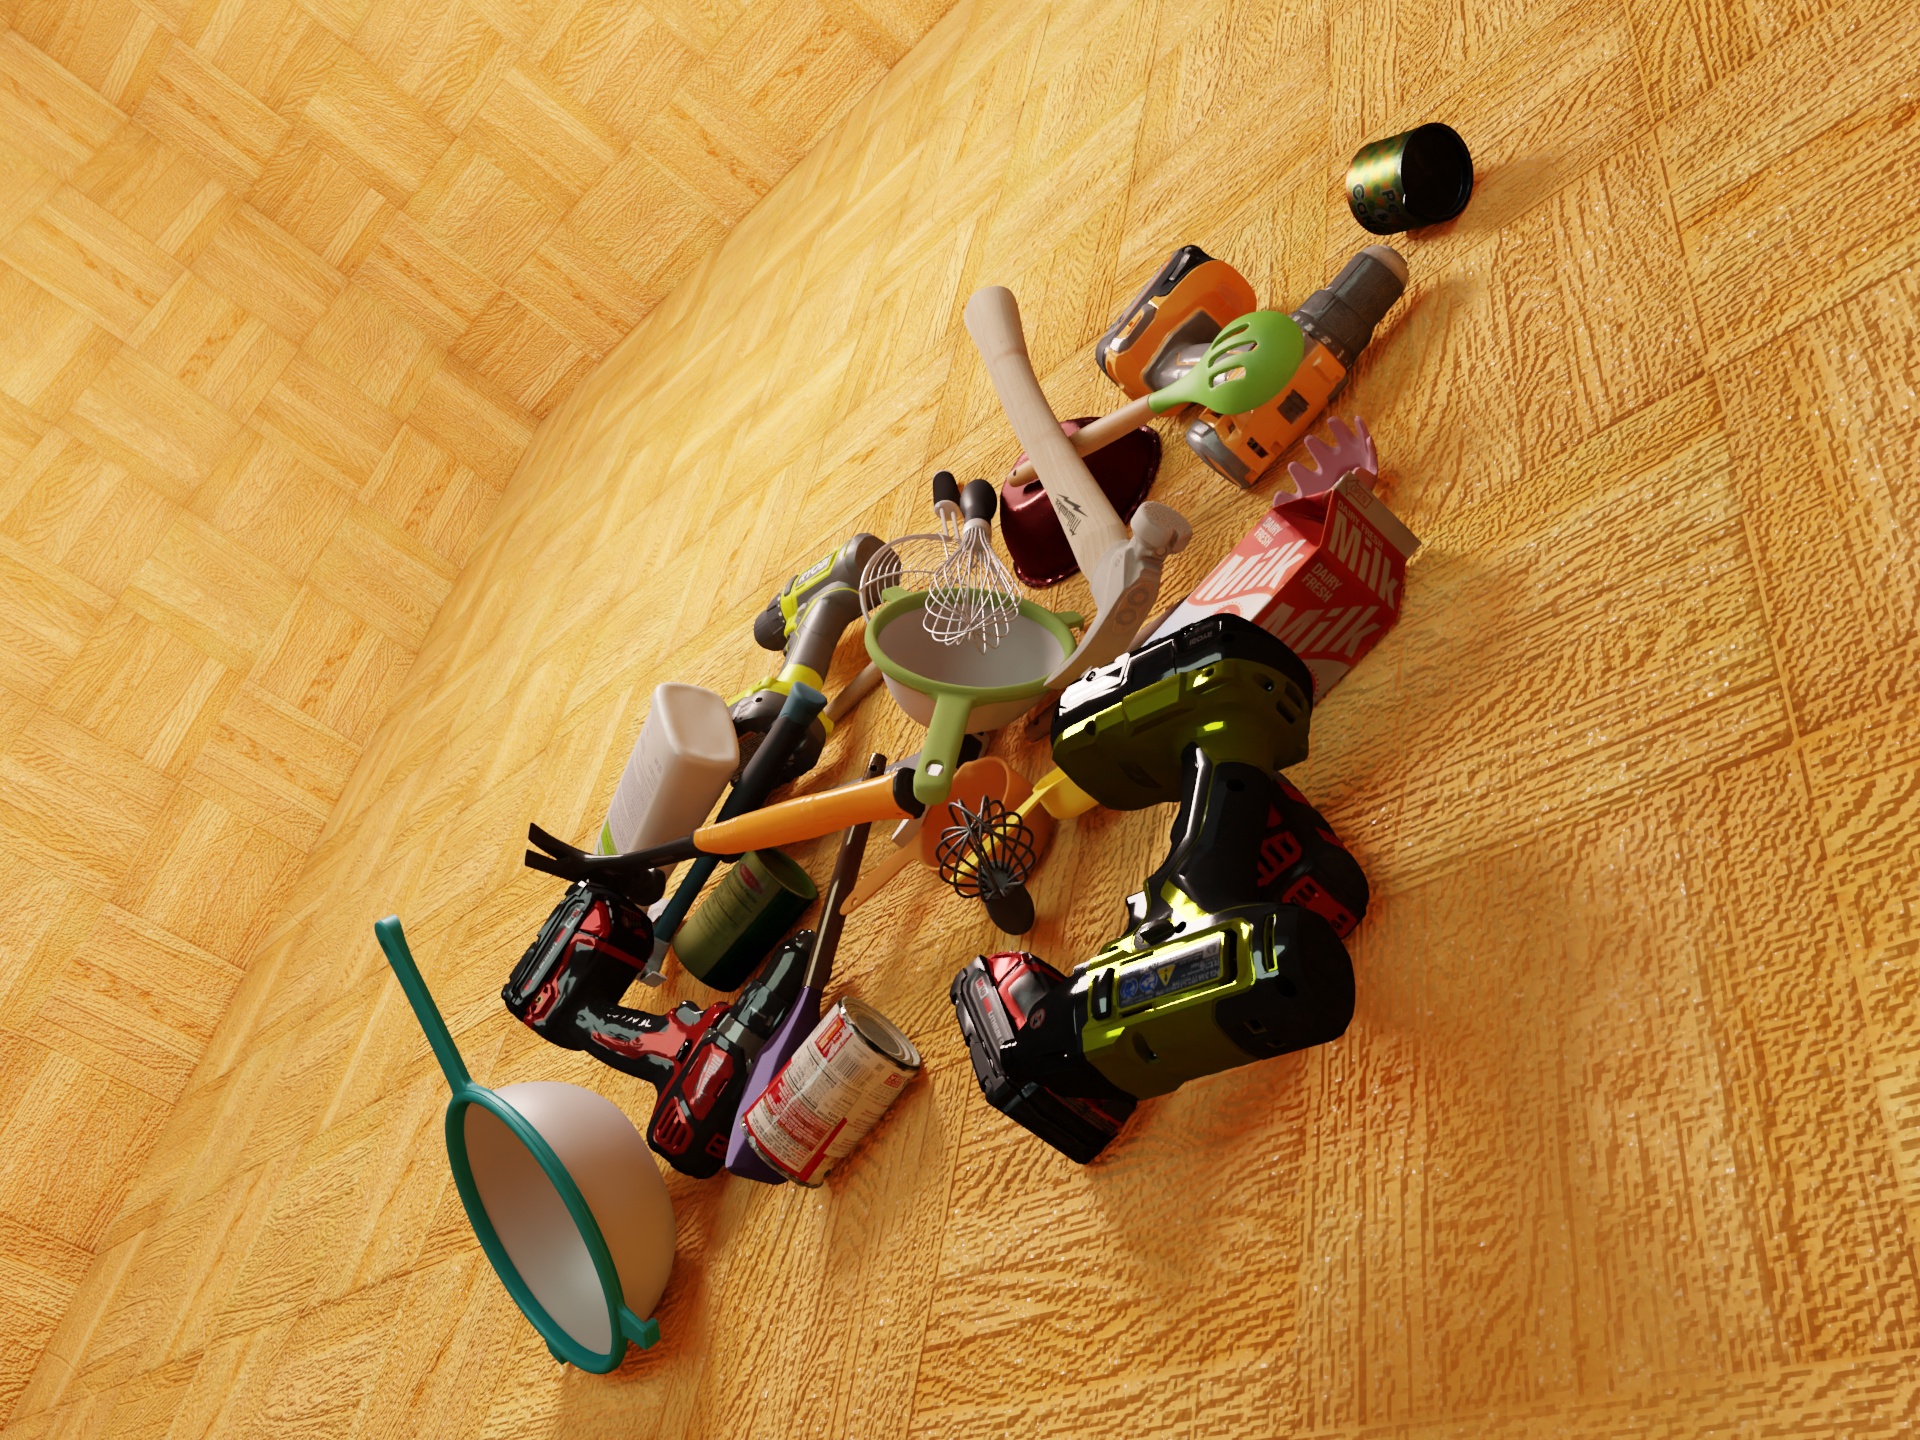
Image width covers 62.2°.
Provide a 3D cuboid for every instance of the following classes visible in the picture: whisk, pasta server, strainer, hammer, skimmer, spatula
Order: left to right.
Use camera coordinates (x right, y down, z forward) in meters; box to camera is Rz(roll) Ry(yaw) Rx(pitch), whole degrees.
[{"bbox_3d":[-0.290,0.273,1.097,0.095,0.340,0.211,-24,-8,-38],"label":"strainer"},{"bbox_3d":[-0.195,0.094,1.298,0.331,0.033,0.128,-55,12,29],"label":"hammer"},{"bbox_3d":[-0.166,0.080,1.149,0.337,0.127,0.034,-16,60,35],"label":"hammer"},{"bbox_3d":[-0.094,0.164,1.107,0.018,0.060,0.316,85,-163,-62],"label":"spatula"},{"bbox_3d":[-0.100,0.071,1.274,0.335,0.035,0.146,-22,39,47],"label":"hammer"},{"bbox_3d":[-0.021,-0.139,1.356,0.363,0.127,0.090,-96,28,-69],"label":"skimmer"},{"bbox_3d":[-0.002,-0.003,1.092,0.257,0.151,0.069,-75,-9,-56],"label":"strainer"},{"bbox_3d":[0.013,-0.125,1.172,0.070,0.070,0.285,-43,18,21],"label":"whisk"},{"bbox_3d":[0.023,0.091,0.896,0.055,0.055,0.238,-59,-16,-12],"label":"whisk"},{"bbox_3d":[0.058,-0.196,1.169,0.146,0.038,0.411,-60,31,32],"label":"hammer"},{"bbox_3d":[0.151,-0.081,1.044,0.316,0.040,0.060,-40,40,28],"label":"pasta server"}]

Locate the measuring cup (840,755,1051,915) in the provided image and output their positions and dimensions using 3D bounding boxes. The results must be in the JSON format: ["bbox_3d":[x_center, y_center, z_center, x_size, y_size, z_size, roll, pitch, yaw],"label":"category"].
[{"bbox_3d":[-0.009,0.097,1.075,0.173,0.052,0.095,-40,29,30],"label":"measuring cup"}]

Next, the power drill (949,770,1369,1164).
[{"bbox_3d":[0.103,0.115,0.843,0.219,0.078,0.143,-44,28,11],"label":"power drill"}]

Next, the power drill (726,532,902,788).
[{"bbox_3d":[-0.154,-0.049,1.425,0.190,0.080,0.229,-26,34,46],"label":"power drill"}]

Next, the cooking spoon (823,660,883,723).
[{"bbox_3d":[-0.111,-0.007,1.406,0.319,0.017,0.069,-43,27,21],"label":"cooking spoon"}]

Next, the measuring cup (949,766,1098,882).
[{"bbox_3d":[0.047,0.065,0.978,0.156,0.029,0.062,-40,8,-39],"label":"measuring cup"}]

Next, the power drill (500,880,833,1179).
[{"bbox_3d":[-0.209,0.201,1.168,0.227,0.080,0.188,27,80,33],"label":"power drill"}]

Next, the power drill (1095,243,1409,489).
[{"bbox_3d":[0.208,-0.278,1.147,0.185,0.084,0.226,-49,31,9],"label":"power drill"}]

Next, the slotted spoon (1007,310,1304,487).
[{"bbox_3d":[0.122,-0.213,1.122,0.314,0.031,0.070,-17,63,57],"label":"slotted spoon"}]

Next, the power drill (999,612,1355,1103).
[{"bbox_3d":[0.097,0.069,0.760,0.171,0.080,0.223,-25,39,33],"label":"power drill"}]
